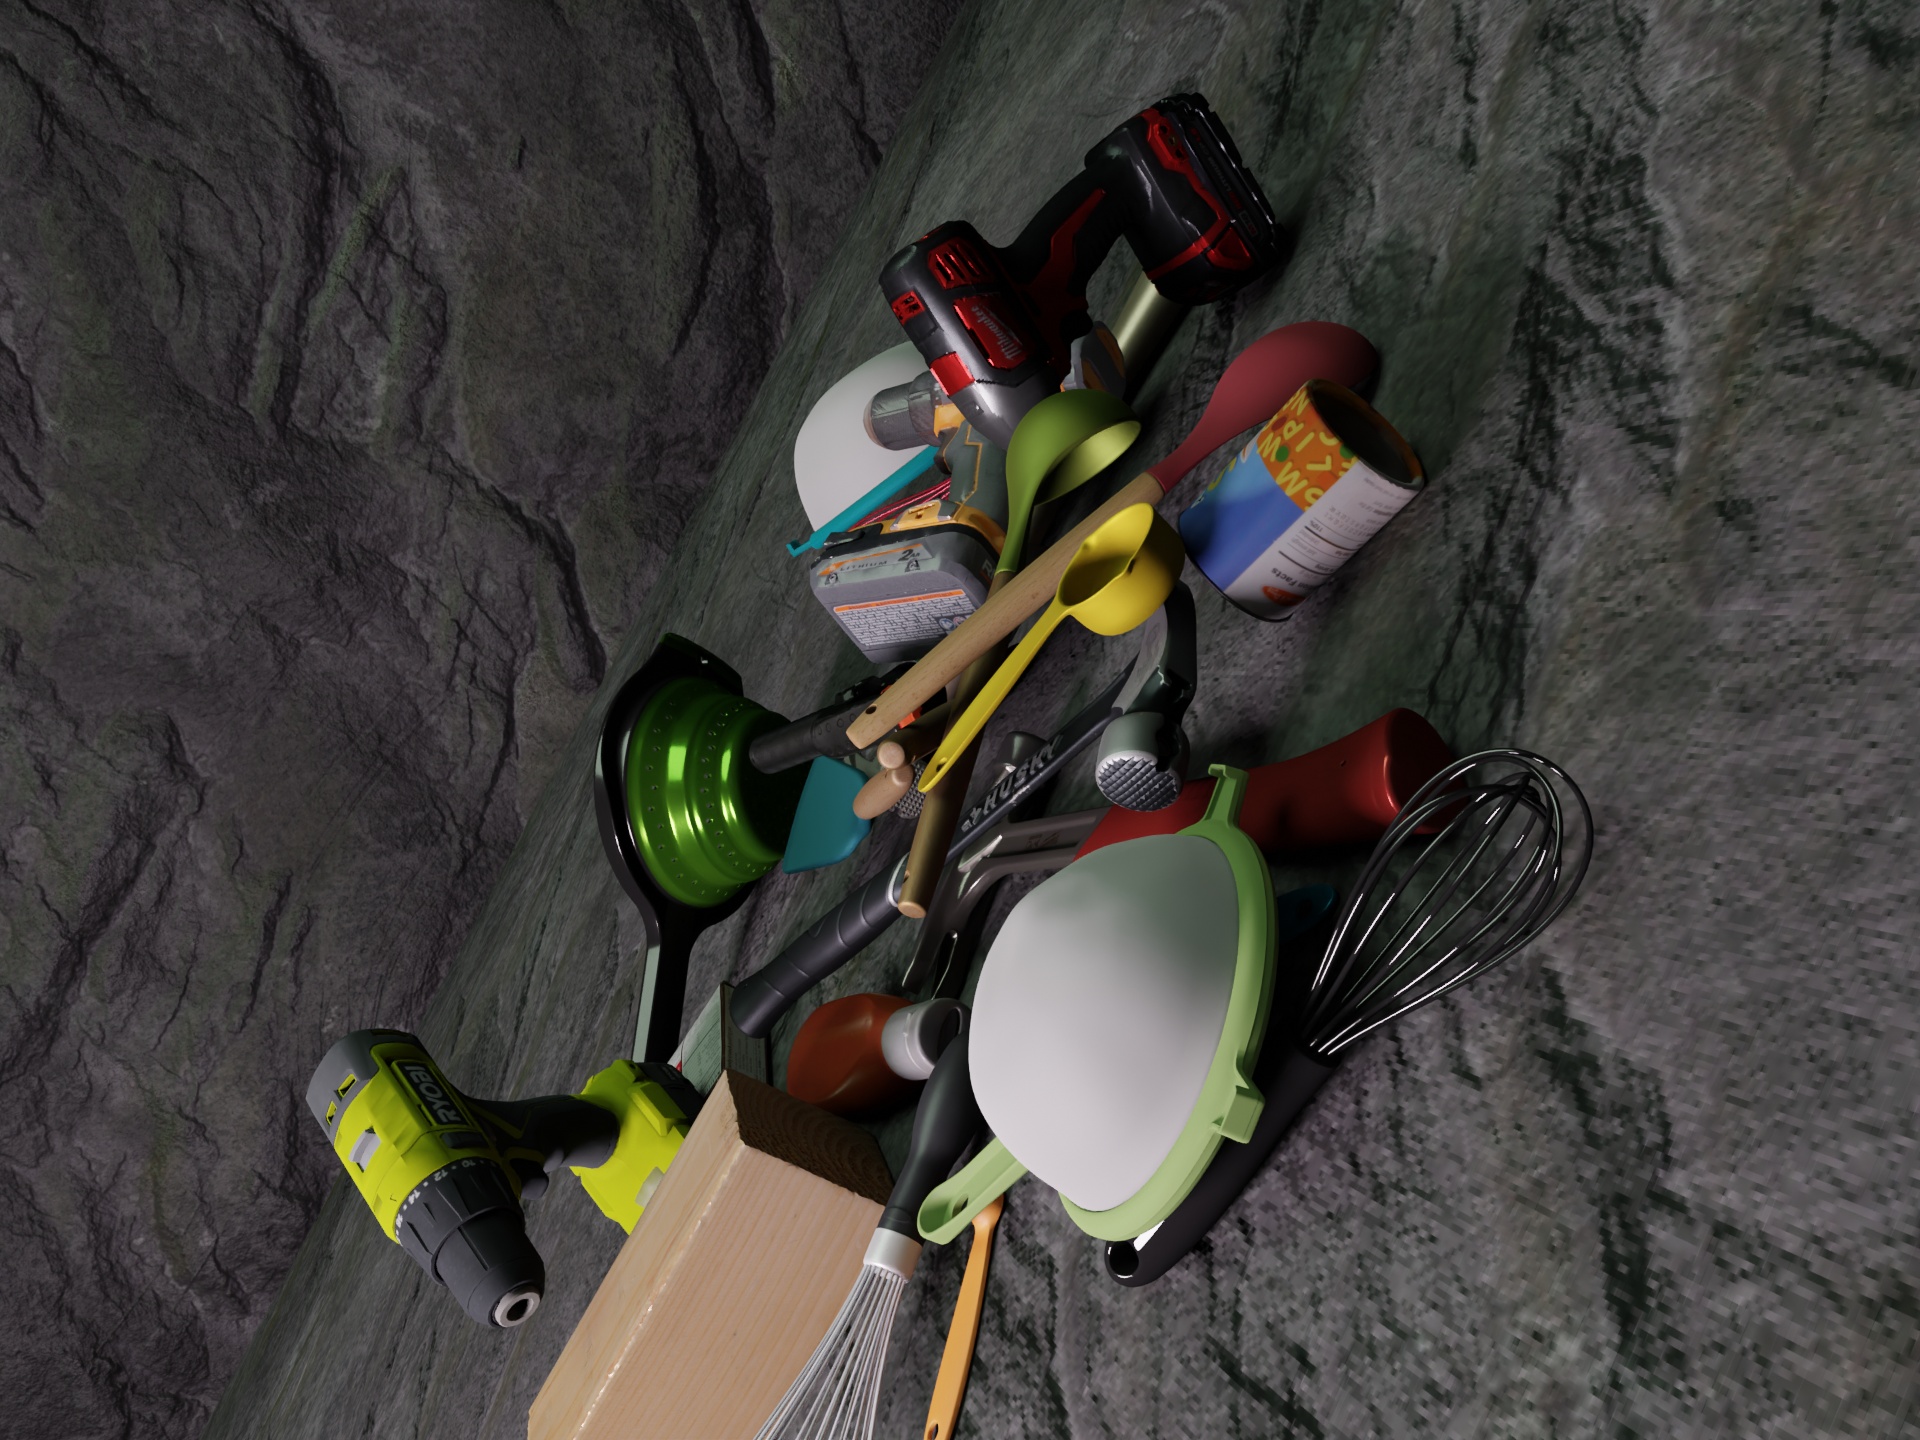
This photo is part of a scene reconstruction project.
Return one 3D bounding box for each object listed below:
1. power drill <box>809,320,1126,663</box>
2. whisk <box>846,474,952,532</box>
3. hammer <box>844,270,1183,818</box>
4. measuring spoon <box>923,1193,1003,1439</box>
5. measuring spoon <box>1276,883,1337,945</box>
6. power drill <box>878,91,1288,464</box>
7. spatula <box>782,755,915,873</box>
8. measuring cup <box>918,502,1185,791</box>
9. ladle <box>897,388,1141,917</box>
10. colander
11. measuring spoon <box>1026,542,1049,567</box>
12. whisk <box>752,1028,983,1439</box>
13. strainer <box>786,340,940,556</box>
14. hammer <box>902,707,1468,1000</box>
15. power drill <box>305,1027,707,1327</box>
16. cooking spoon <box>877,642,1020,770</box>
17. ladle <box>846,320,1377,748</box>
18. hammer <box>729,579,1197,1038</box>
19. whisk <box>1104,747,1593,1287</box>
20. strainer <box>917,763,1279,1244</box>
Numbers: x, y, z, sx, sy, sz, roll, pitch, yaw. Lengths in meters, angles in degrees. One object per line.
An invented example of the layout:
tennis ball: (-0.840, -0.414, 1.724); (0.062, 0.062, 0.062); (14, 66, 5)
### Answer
power drill: (-0.012, -0.144, 0.970); (0.185, 0.084, 0.226); (-5, 49, 37)
whisk: (-0.010, -0.171, 1.217); (0.295, 0.073, 0.073); (-38, 29, 38)
hammer: (0.042, -0.130, 1.050); (0.410, 0.038, 0.146); (-61, 17, 0)
measuring spoon: (-0.002, 0.246, 0.652); (0.021, 0.011, 0.117); (-38, 30, 50)
measuring spoon: (0.098, 0.097, 0.611); (0.128, 0.021, 0.042); (-36, 34, 35)
power drill: (0.072, -0.245, 0.896); (0.220, 0.143, 0.078); (-38, 12, -22)
spatula: (-0.062, 0.045, 0.899); (0.317, 0.044, 0.082); (139, 148, -77)
measuring cup: (0.039, -0.024, 0.680); (0.156, 0.029, 0.062); (-51, 20, 7)
ladle: (0.028, -0.041, 0.757); (0.078, 0.062, 0.320); (-43, 24, 51)
colander: (-0.179, 0.128, 1.162); (0.094, 0.204, 0.397); (-6, 68, 27)
measuring spoon: (0.050, -0.091, 0.949); (0.034, 0.018, 0.124); (-50, 43, -8)
whisk: (-0.040, 0.259, 0.676); (0.070, 0.070, 0.285); (-31, 30, 57)
strainer: (-0.032, -0.242, 1.185); (0.211, 0.095, 0.340); (-41, 8, -23)
hammer: (0.078, 0.055, 0.684); (0.359, 0.036, 0.149); (-18, 46, 65)
power drill: (-0.225, 0.253, 0.880); (0.191, 0.228, 0.080); (37, 100, 37)
cooking spoon: (-0.001, -0.003, 0.828); (0.068, 0.017, 0.319); (-55, -5, 11)
ladle: (0.070, -0.092, 0.731); (0.315, 0.031, 0.069); (-41, 37, -11)
hammer: (-0.015, 0.066, 0.800); (0.409, 0.036, 0.149); (-43, 22, 43)
whisk: (0.114, 0.105, 0.509); (0.239, 0.055, 0.055); (-58, 18, 26)
strainer: (0.021, 0.129, 0.590); (0.256, 0.069, 0.152); (-55, 19, 42)
